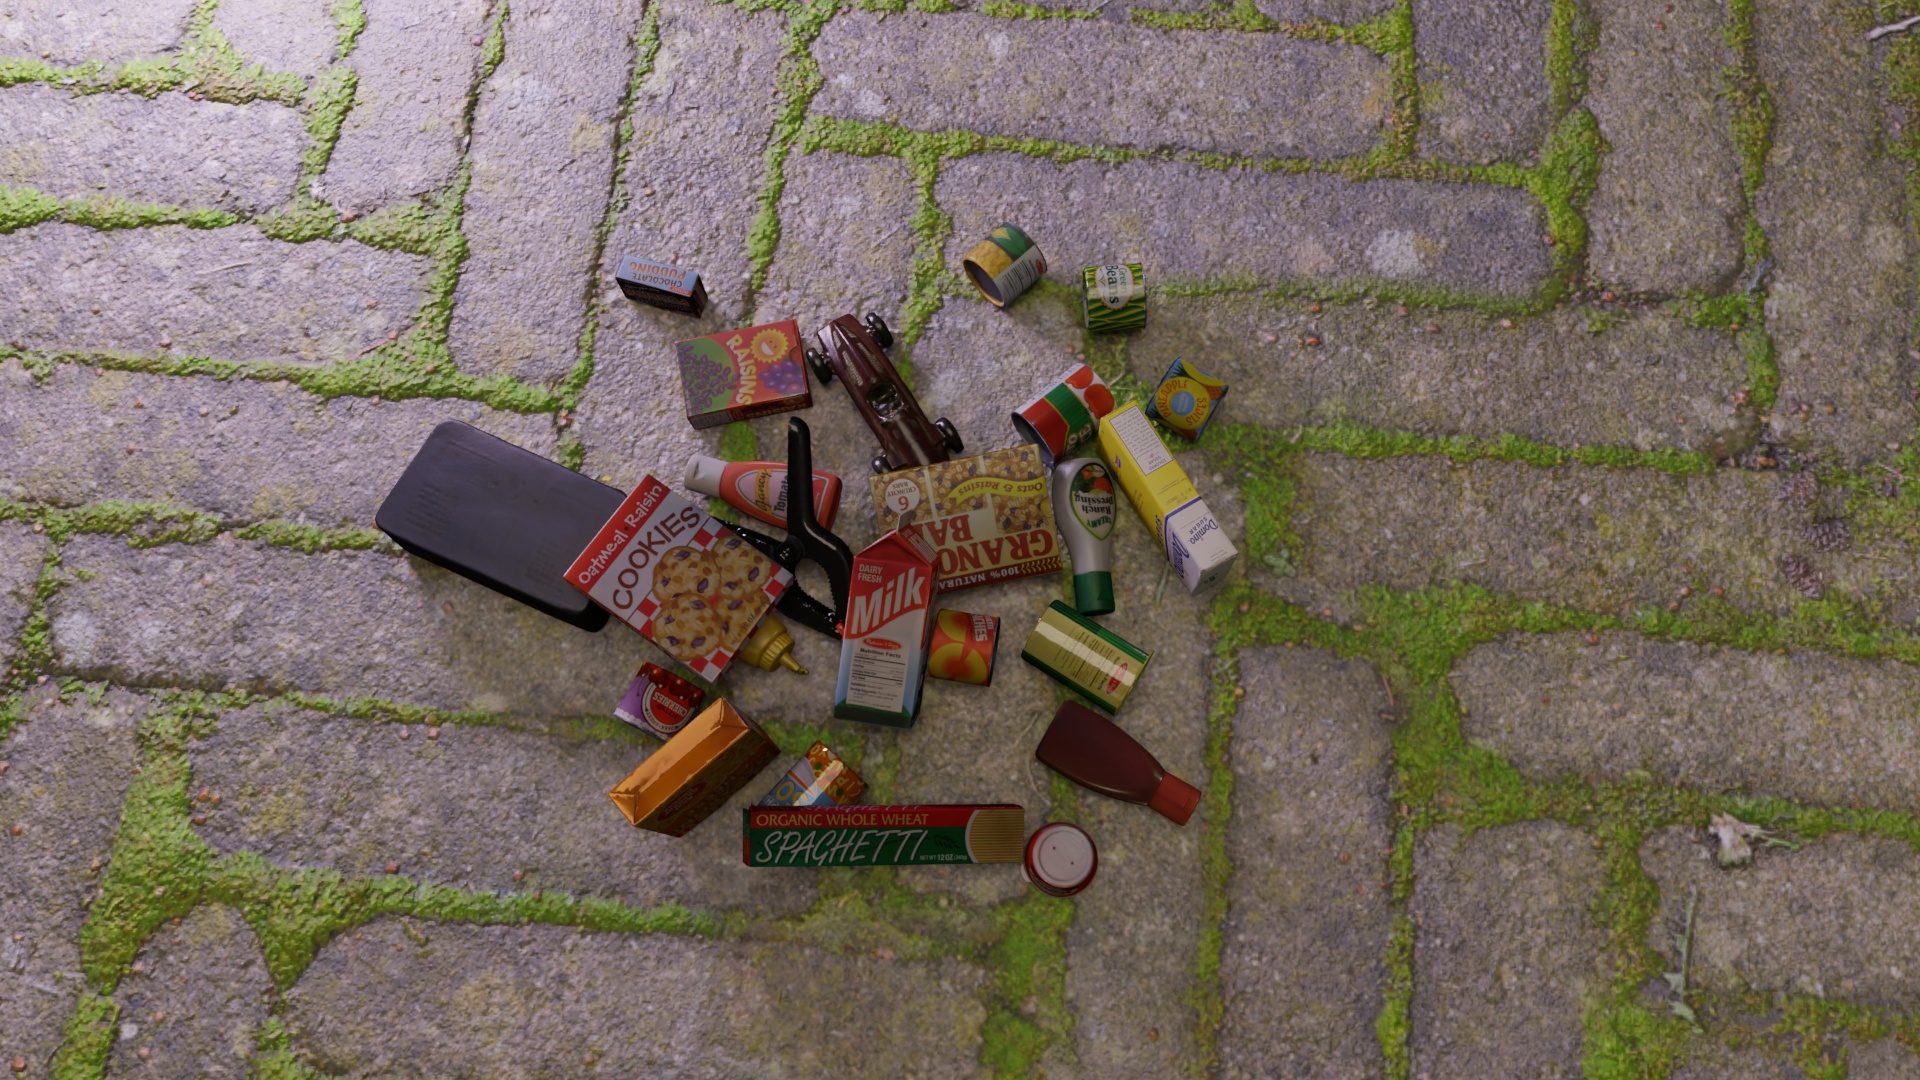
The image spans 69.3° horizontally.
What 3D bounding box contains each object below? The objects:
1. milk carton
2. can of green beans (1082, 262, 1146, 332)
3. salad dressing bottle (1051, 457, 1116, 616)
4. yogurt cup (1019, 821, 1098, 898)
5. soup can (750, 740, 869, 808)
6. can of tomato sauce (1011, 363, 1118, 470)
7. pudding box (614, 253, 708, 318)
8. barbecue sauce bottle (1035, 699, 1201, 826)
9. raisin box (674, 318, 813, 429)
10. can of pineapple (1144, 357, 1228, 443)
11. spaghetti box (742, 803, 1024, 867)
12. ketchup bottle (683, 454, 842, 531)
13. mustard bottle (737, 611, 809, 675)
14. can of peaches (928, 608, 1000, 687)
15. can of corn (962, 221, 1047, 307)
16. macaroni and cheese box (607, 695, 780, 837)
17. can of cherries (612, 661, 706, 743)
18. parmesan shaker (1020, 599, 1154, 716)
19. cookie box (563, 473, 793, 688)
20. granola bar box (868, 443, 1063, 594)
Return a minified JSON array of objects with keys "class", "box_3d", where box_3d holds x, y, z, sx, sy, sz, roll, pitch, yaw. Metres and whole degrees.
[{"class":"milk carton","box_3d":[-0.063,0.068,1.265,0.073,0.072,0.190,8,97,5]},{"class":"can of green beans","box_3d":[0.153,-0.242,1.386,0.058,0.071,0.071,-4,73,1]},{"class":"salad dressing bottle","box_3d":[0.122,-0.003,1.324,0.064,0.044,0.148,2,77,-31]},{"class":"yogurt cup","box_3d":[0.090,0.283,1.237,0.072,0.053,0.072,0,73,1]},{"class":"soup can","box_3d":[-0.135,0.230,1.252,0.071,0.071,0.084,40,78,12]},{"class":"can of tomato sauce","box_3d":[0.103,-0.121,1.352,0.083,0.071,0.071,-38,76,-9]},{"class":"pudding box","box_3d":[-0.305,-0.259,1.417,0.084,0.049,0.030,16,73,6]},{"class":"barbecue sauce bottle","box_3d":[0.145,0.207,1.263,0.148,0.043,0.065,29,77,10]},{"class":"raisin box","box_3d":[-0.216,-0.167,1.391,0.123,0.040,0.086,-11,72,-2]},{"class":"can of pineapple","box_3d":[0.220,-0.136,1.350,0.058,0.071,0.071,31,77,11]},{"class":"spaghetti box","box_3d":[-0.065,0.259,1.221,0.250,0.028,0.050,3,87,-15]},{"class":"ketchup bottle","box_3d":[-0.193,-0.049,1.353,0.149,0.043,0.065,14,83,7]},{"class":"mustard bottle","box_3d":[-0.206,0.081,1.311,0.160,0.048,0.065,37,79,11]},{"class":"can of peaches","box_3d":[0.004,0.097,1.288,0.058,0.071,0.071,9,74,6]},{"class":"can of corn","box_3d":[0.043,-0.279,1.403,0.058,0.071,0.071,-42,76,-9]},{"class":"macaroni and cheese box","box_3d":[-0.227,0.203,1.214,0.124,0.166,0.040,-40,77,-9]},{"class":"can of cherries","box_3d":[-0.276,0.152,1.281,0.071,0.071,0.058,26,75,9]},{"class":"parmesan shaker","box_3d":[0.117,0.105,1.283,0.103,0.071,0.071,31,77,11]},{"class":"cookie box","box_3d":[-0.256,0.036,1.270,0.167,0.040,0.123,35,73,4]},{"class":"granola bar box","box_3d":[0.005,-0.017,1.318,0.166,0.039,0.124,-11,94,-1]}]
